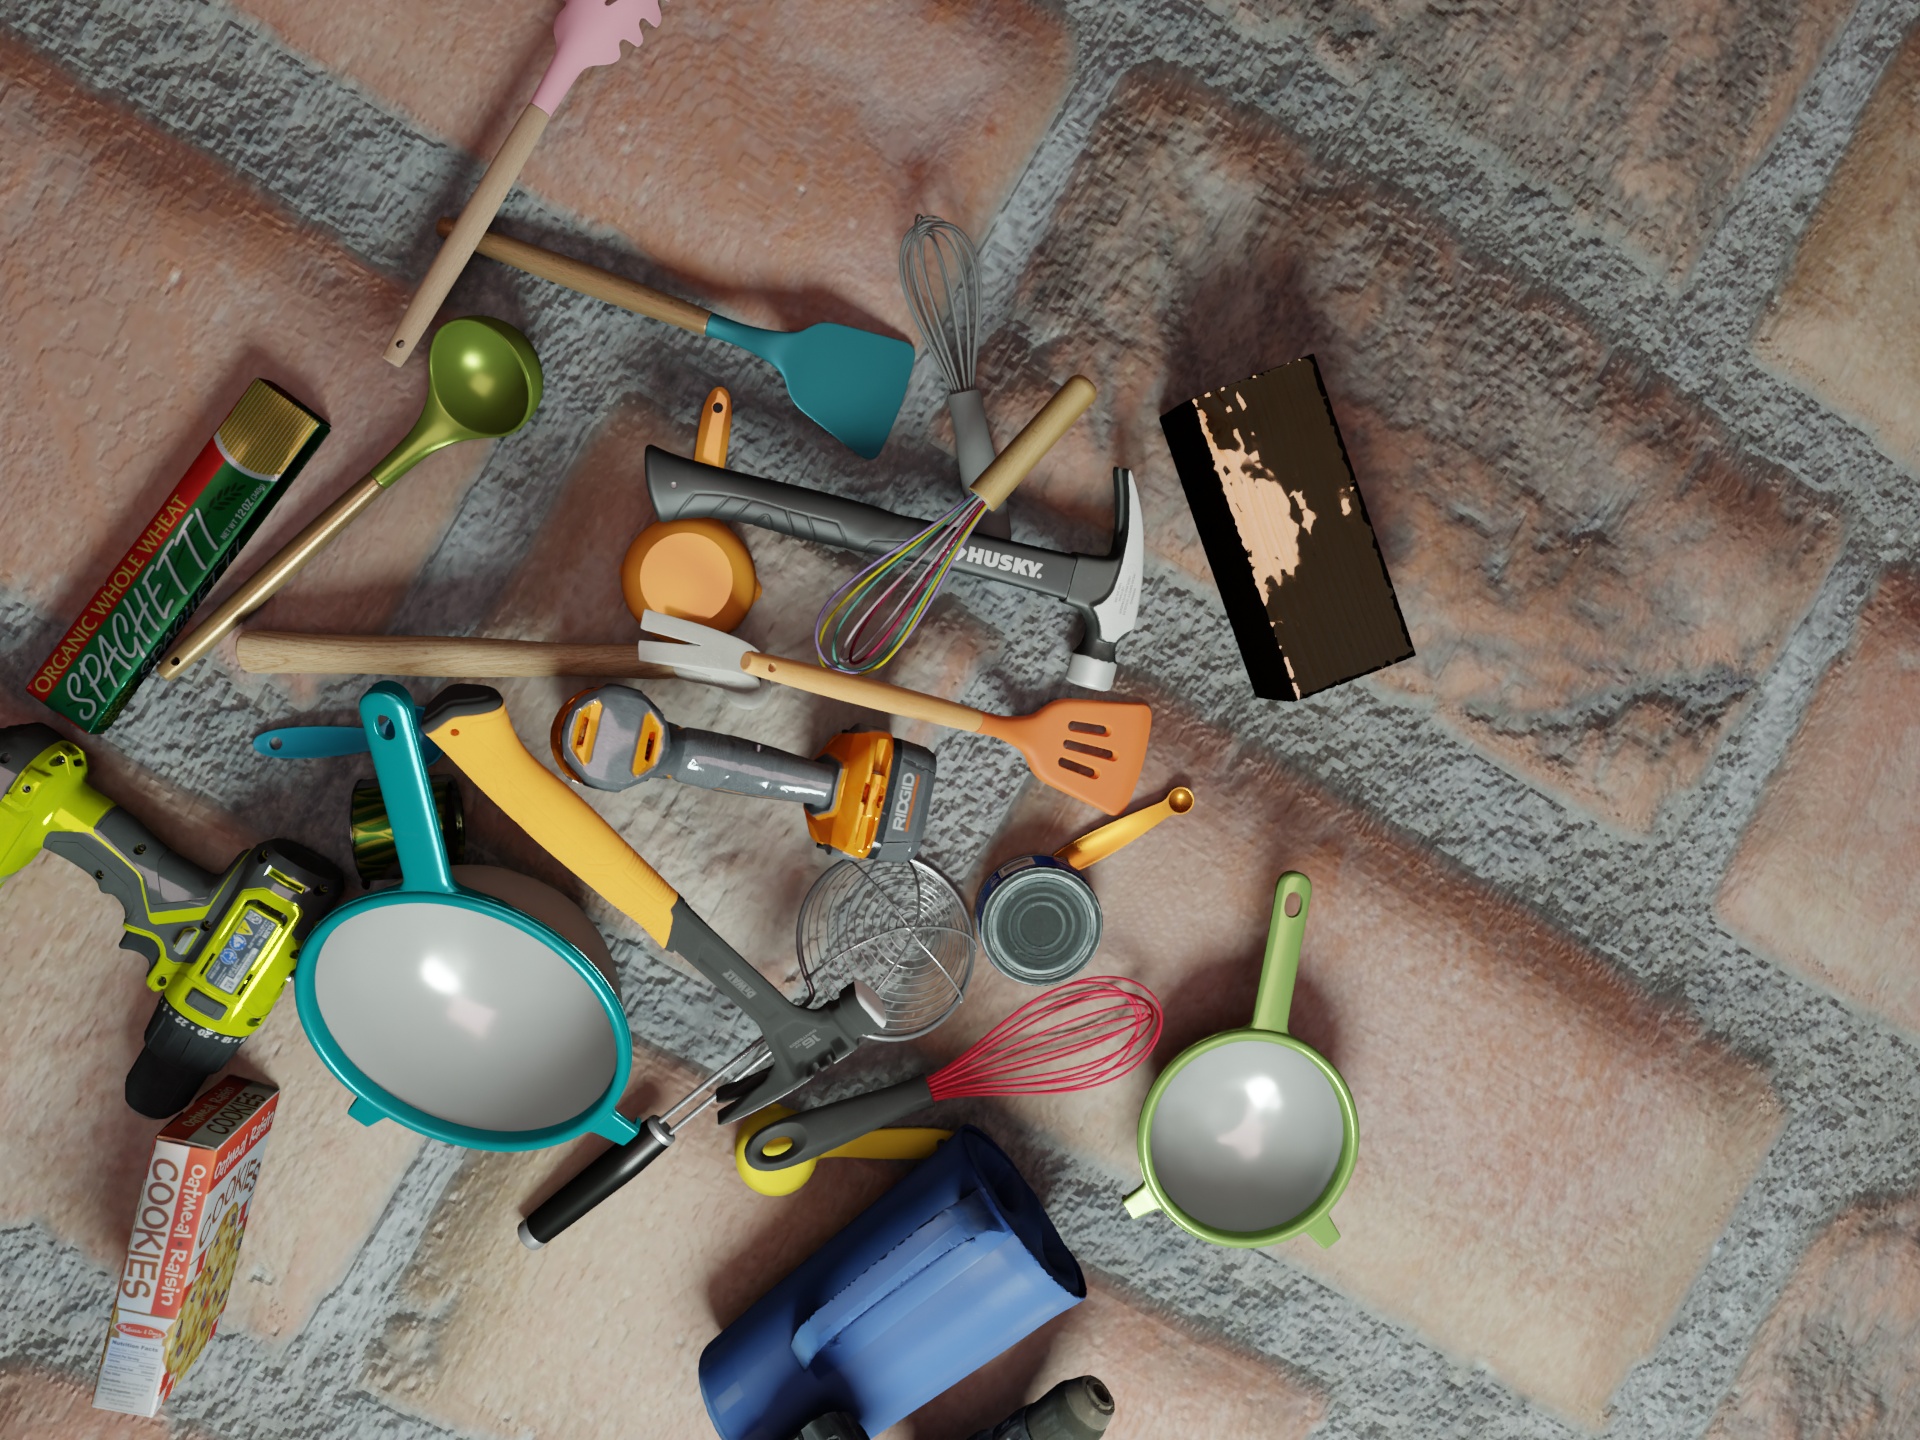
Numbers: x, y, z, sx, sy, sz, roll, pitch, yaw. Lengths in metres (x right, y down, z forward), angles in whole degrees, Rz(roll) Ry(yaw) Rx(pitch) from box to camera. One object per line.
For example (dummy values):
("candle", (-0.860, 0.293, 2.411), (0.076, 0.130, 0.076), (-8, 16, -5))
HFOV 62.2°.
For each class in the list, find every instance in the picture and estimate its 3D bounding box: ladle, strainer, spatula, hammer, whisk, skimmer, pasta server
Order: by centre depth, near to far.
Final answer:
("hammer", (-0.190, 0.107, 0.927), (0.127, 0.034, 0.336), (-34, 119, 9))
("strainer", (-0.301, 0.110, 0.970), (0.211, 0.095, 0.340), (2, 121, 8))
("whisk", (0.001, -0.119, 0.994), (0.245, 0.047, 0.051), (-48, 125, -2))
("hammer", (-0.292, -0.040, 1.008), (0.331, 0.130, 0.031), (2, 77, 2))
("ladle", (-0.393, -0.136, 1.010), (0.320, 0.062, 0.078), (-42, 97, 0))
("spatula", (-0.002, -0.003, 1.010), (0.322, 0.041, 0.081), (14, 92, -42))
("pasta server", (-0.280, -0.362, 1.011), (0.060, 0.040, 0.316), (30, 88, -7))
("hammer", (-0.039, -0.124, 1.024), (0.334, 0.035, 0.146), (12, 99, -14))
("spatula", (-0.188, -0.265, 1.042), (0.317, 0.044, 0.082), (20, 92, -2))
("whisk", (0.002, -0.216, 1.056), (0.055, 0.055, 0.239), (-13, 100, -5))
("whisk", (-0.003, 0.241, 1.063), (0.296, 0.073, 0.073), (-19, 95, -7))
("skimmer", (-0.148, 0.230, 1.072), (0.363, 0.090, 0.127), (-39, 91, 8))
("strainer", (0.200, 0.226, 1.089), (0.151, 0.069, 0.256), (10, 92, -5))

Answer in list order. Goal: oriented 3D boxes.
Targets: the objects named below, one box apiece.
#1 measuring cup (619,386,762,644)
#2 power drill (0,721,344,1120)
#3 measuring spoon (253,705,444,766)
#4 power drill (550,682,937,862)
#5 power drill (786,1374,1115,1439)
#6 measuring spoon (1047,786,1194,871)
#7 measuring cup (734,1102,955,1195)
("measuring cup", (-0.170, -0.133, 1.034), (0.095, 0.052, 0.173), (9, 94, -7))
("power drill", (-0.534, 0.125, 1.000), (0.228, 0.080, 0.190), (33, 89, -10))
("measuring spoon", (-0.396, 0.012, 1.041), (0.128, 0.021, 0.042), (-2, 95, 3))
("power drill", (-0.146, 0.028, 1.008), (0.226, 0.164, 0.084), (14, 86, -19))
("power drill", (-0.018, 0.483, 1.006), (0.188, 0.080, 0.226), (-46, 142, 18))
("measuring spoon", (0.109, 0.077, 1.102), (0.117, 0.011, 0.021), (-28, 101, 0))
("measuring cup", (-0.076, 0.293, 1.081), (0.156, 0.029, 0.062), (-1, 94, -4))
